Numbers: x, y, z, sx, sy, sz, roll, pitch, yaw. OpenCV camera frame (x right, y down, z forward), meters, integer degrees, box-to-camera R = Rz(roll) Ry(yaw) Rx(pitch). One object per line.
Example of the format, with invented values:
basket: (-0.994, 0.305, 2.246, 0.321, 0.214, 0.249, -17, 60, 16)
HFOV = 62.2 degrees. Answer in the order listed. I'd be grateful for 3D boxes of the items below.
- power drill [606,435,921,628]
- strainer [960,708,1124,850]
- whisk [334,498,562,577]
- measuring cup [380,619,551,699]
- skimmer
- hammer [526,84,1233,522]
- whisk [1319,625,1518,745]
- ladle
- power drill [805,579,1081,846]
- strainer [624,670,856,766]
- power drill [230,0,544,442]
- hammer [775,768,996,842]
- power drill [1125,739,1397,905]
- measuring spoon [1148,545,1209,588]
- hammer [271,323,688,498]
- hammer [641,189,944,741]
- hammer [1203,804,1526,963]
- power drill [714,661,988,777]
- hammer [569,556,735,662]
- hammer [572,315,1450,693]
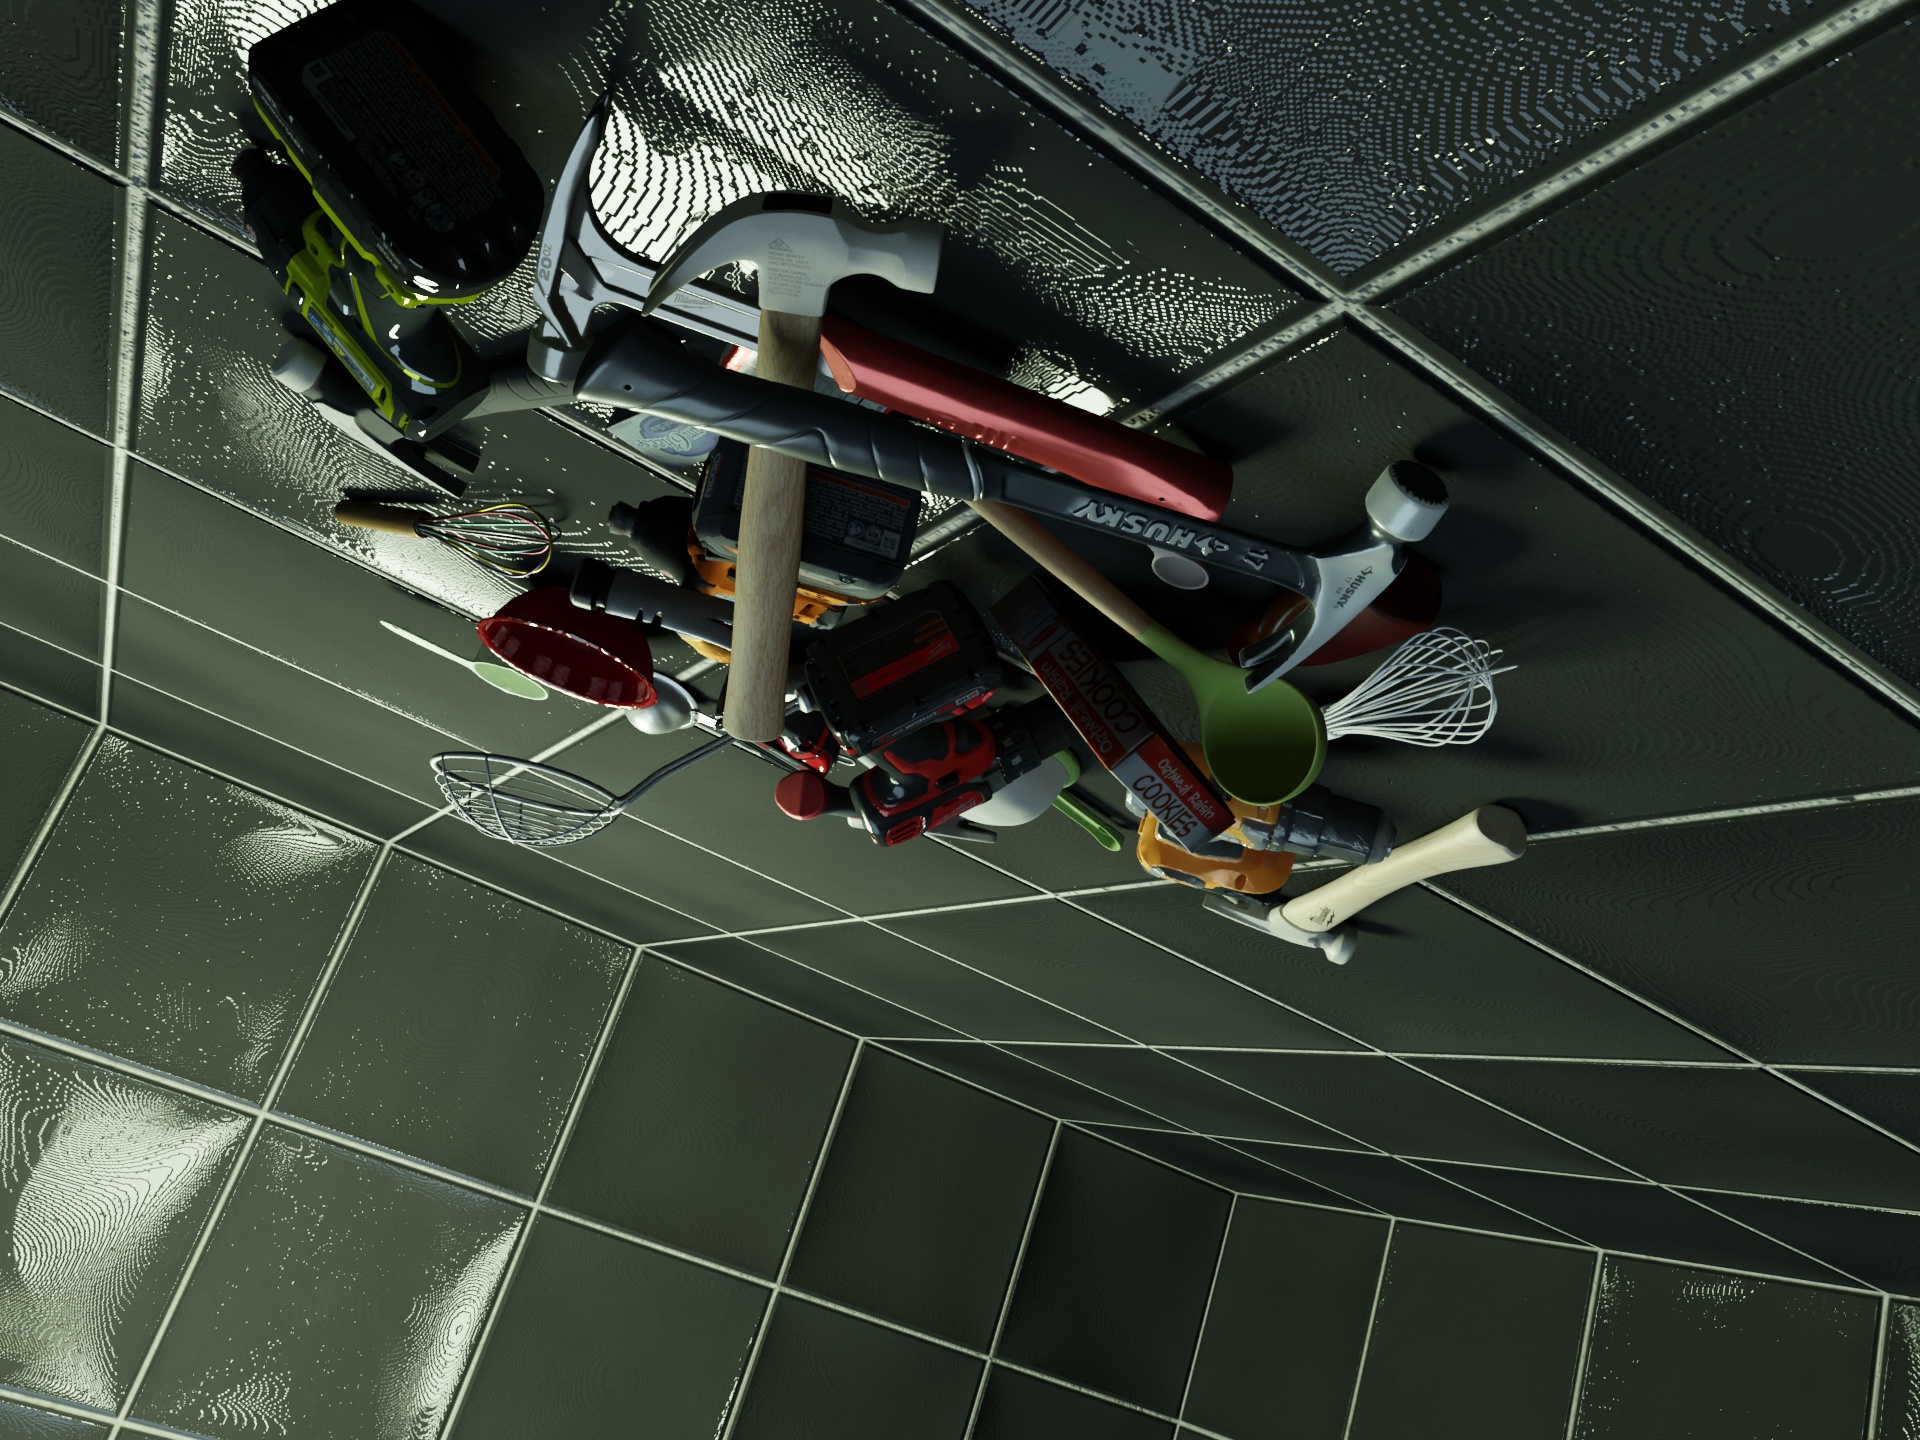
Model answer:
power drill: (-0.125, -0.115, 0.964, 0.164, 0.084, 0.226, 16, 172, -16)
strainer: (0.054, 0.073, 1.361, 0.151, 0.069, 0.256, -2, 150, 46)
whisk: (-0.402, -0.154, 1.236, 0.245, 0.051, 0.047, 12, 139, 31)
measuring cup: (-0.462, -0.071, 1.505, 0.167, 0.038, 0.083, 25, 160, -11)
skimmer: (-0.176, -0.012, 1.094, 0.090, 0.363, 0.127, 60, 168, 13)
hammer: (-0.027, -0.177, 0.784, 0.359, 0.037, 0.149, 18, 135, -12)
whisk: (0.249, -0.004, 1.003, 0.070, 0.070, 0.284, 23, 165, -12)
ladle: (0.084, -0.064, 0.917, 0.320, 0.062, 0.078, 38, 121, -12)
power drill: (-0.002, -0.004, 1.100, 0.188, 0.080, 0.226, -26, 153, -3)
strainer: (-0.222, 0.006, 1.487, 0.258, 0.050, 0.086, 16, 146, -1)
power drill: (-0.294, -0.245, 0.787, 0.171, 0.080, 0.223, 52, 154, -10)
hammer: (-0.063, 0.074, 1.332, 0.143, 0.038, 0.386, 7, 176, 10)
power drill: (0.217, 0.080, 1.180, 0.185, 0.084, 0.226, 15, 167, 10)
measuring spoon: (0.106, -0.117, 0.898, 0.034, 0.018, 0.124, 1, 147, 41)
hammer: (-0.286, -0.203, 0.995, 0.335, 0.035, 0.146, 2, 153, 40)
hammer: (-0.097, -0.111, 0.805, 0.130, 0.031, 0.331, 9, 134, -5)
hammer: (0.331, 0.129, 1.310, 0.146, 0.038, 0.410, 22, 160, -3)
power drill: (-0.082, -0.014, 1.254, 0.143, 0.079, 0.220, 32, 154, -34)
hammer: (-0.178, -0.064, 1.121, 0.127, 0.034, 0.337, 17, 178, -1)
hammer: (0.022, -0.111, 0.761, 0.408, 0.036, 0.149, 14, 135, -16)
